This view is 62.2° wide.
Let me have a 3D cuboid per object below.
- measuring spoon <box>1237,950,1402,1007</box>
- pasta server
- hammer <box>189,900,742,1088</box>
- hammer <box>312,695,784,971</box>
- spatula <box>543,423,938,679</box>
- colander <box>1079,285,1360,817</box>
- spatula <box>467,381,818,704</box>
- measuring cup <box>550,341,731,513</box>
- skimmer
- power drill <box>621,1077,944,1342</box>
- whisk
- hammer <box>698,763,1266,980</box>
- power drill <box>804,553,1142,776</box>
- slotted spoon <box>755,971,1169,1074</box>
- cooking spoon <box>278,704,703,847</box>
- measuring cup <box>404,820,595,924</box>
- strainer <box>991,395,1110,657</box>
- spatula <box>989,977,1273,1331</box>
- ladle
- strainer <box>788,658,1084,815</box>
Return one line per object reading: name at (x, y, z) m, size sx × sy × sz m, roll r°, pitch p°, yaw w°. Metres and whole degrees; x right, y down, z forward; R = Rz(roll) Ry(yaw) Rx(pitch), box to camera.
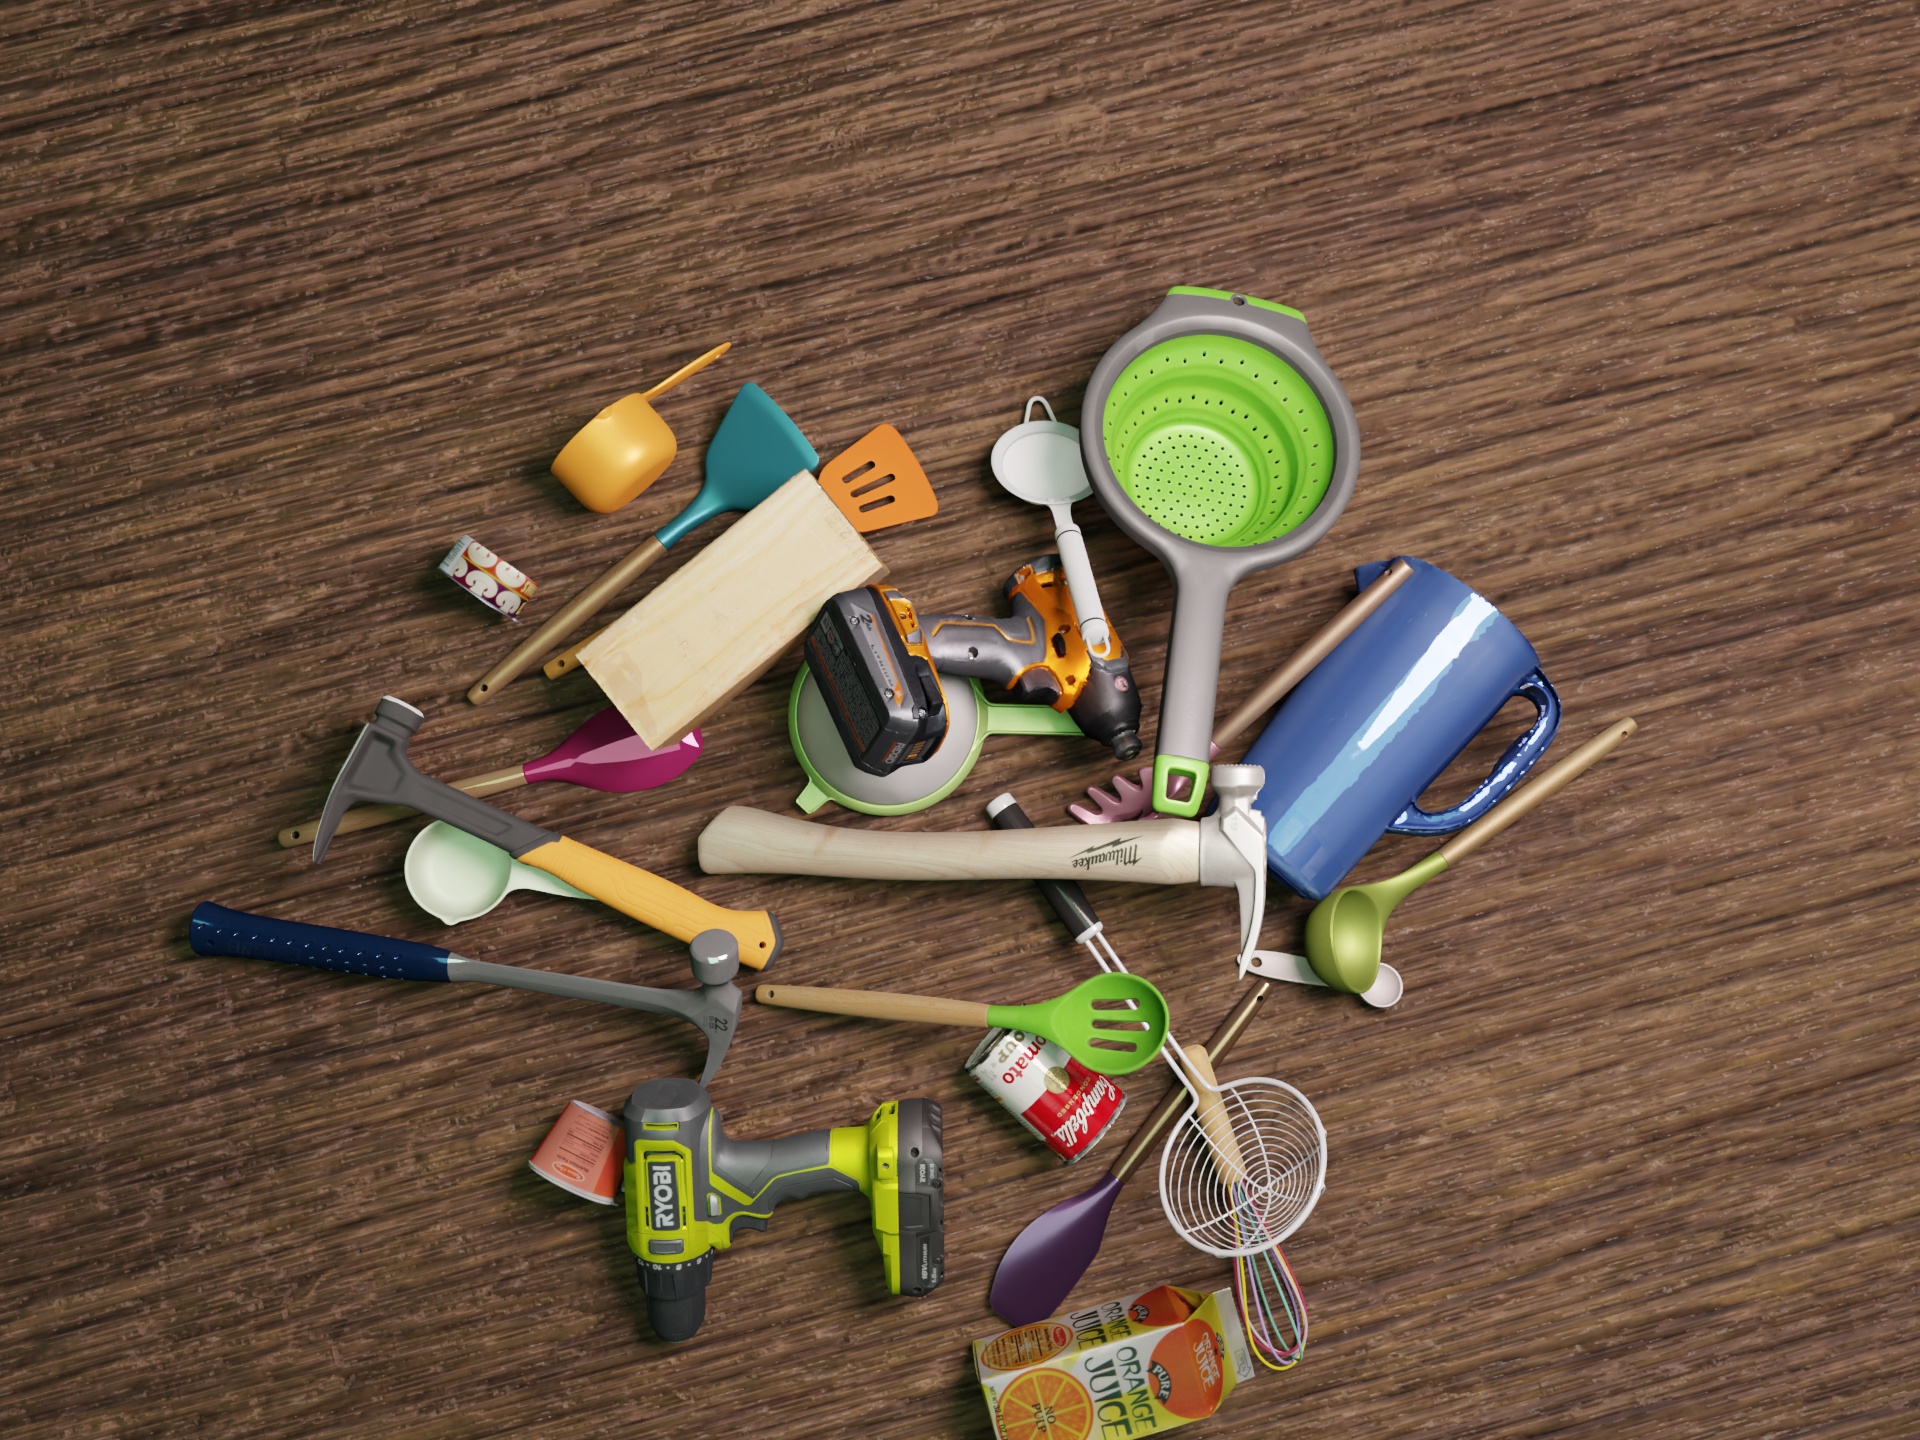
measuring spoon at (0.270, 0.193, 1.200) m, size 0.124 × 0.018 × 0.034 m, roll 10°, pitch 64°, yaw 5°
pasta server at (0.199, -0.006, 1.151) m, size 0.316 × 0.060 × 0.040 m, roll -44°, pitch 125°, yaw 16°
hammer at (-0.356, 0.185, 1.148) m, size 0.405 × 0.035 × 0.144 m, roll 8°, pitch 126°, yaw 6°
hammer at (-0.287, 0.108, 1.148) m, size 0.336 × 0.034 × 0.127 m, roll 25°, pitch 75°, yaw -10°
spatula at (-0.171, -0.116, 1.203) m, size 0.322 × 0.041 × 0.081 m, roll -30°, pitch 88°, yaw 1°
colander at (0.168, -0.115, 1.147) m, size 0.204 × 0.094 × 0.397 m, roll 11°, pitch 72°, yaw -4°
spatula at (-0.247, -0.120, 1.189) m, size 0.317 × 0.044 × 0.082 m, roll -41°, pitch 90°, yaw -3°
measuring cup at (-0.222, -0.219, 1.187) m, size 0.173 × 0.095 × 0.052 m, roll -42°, pitch 94°, yaw -22°
skimmer at (0.121, 0.202, 1.124) m, size 0.127 × 0.090 × 0.363 m, roll -38°, pitch 76°, yaw 11°
power drill at (-0.126, 0.353, 1.138) m, size 0.228 × 0.080 × 0.190 m, roll -1°, pitch 103°, yaw -1°
whisk at (0.204, 0.357, 1.161) m, size 0.047 × 0.051 × 0.245 m, roll -18°, pitch 90°, yaw -1°
hammer at (0.009, 0.105, 1.134) m, size 0.410 × 0.038 × 0.146 m, roll -1°, pitch 86°, yaw 14°
power drill at (0.022, -0.030, 1.116) m, size 0.226 × 0.084 × 0.164 m, roll -11°, pitch 63°, yaw -33°
slotted spoon at (-0.003, 0.206, 1.134) m, size 0.314 × 0.031 × 0.070 m, roll 1°, pitch 73°, yaw 20°
cooking spoon at (-0.350, 0.047, 1.187) m, size 0.319 × 0.017 × 0.069 m, roll -15°, pitch 87°, yaw -4°
measuring cup at (-0.323, 0.115, 1.178) m, size 0.167 × 0.038 × 0.083 m, roll 9°, pitch 84°, yaw -11°
strainer at (0.075, -0.137, 1.155) m, size 0.087 × 0.050 × 0.259 m, roll -5°, pitch 49°, yaw -7°
spatula at (0.130, 0.318, 1.183) m, size 0.059 × 0.018 × 0.316 m, roll 40°, pitch 86°, yaw -9°
ladle at (0.386, 0.093, 1.184) m, size 0.320 × 0.062 × 0.078 m, roll -34°, pitch 113°, yaw -8°
strainer at (-0.002, -0.004, 1.175) m, size 0.256 × 0.069 × 0.151 m, roll 1°, pitch 86°, yaw 0°
